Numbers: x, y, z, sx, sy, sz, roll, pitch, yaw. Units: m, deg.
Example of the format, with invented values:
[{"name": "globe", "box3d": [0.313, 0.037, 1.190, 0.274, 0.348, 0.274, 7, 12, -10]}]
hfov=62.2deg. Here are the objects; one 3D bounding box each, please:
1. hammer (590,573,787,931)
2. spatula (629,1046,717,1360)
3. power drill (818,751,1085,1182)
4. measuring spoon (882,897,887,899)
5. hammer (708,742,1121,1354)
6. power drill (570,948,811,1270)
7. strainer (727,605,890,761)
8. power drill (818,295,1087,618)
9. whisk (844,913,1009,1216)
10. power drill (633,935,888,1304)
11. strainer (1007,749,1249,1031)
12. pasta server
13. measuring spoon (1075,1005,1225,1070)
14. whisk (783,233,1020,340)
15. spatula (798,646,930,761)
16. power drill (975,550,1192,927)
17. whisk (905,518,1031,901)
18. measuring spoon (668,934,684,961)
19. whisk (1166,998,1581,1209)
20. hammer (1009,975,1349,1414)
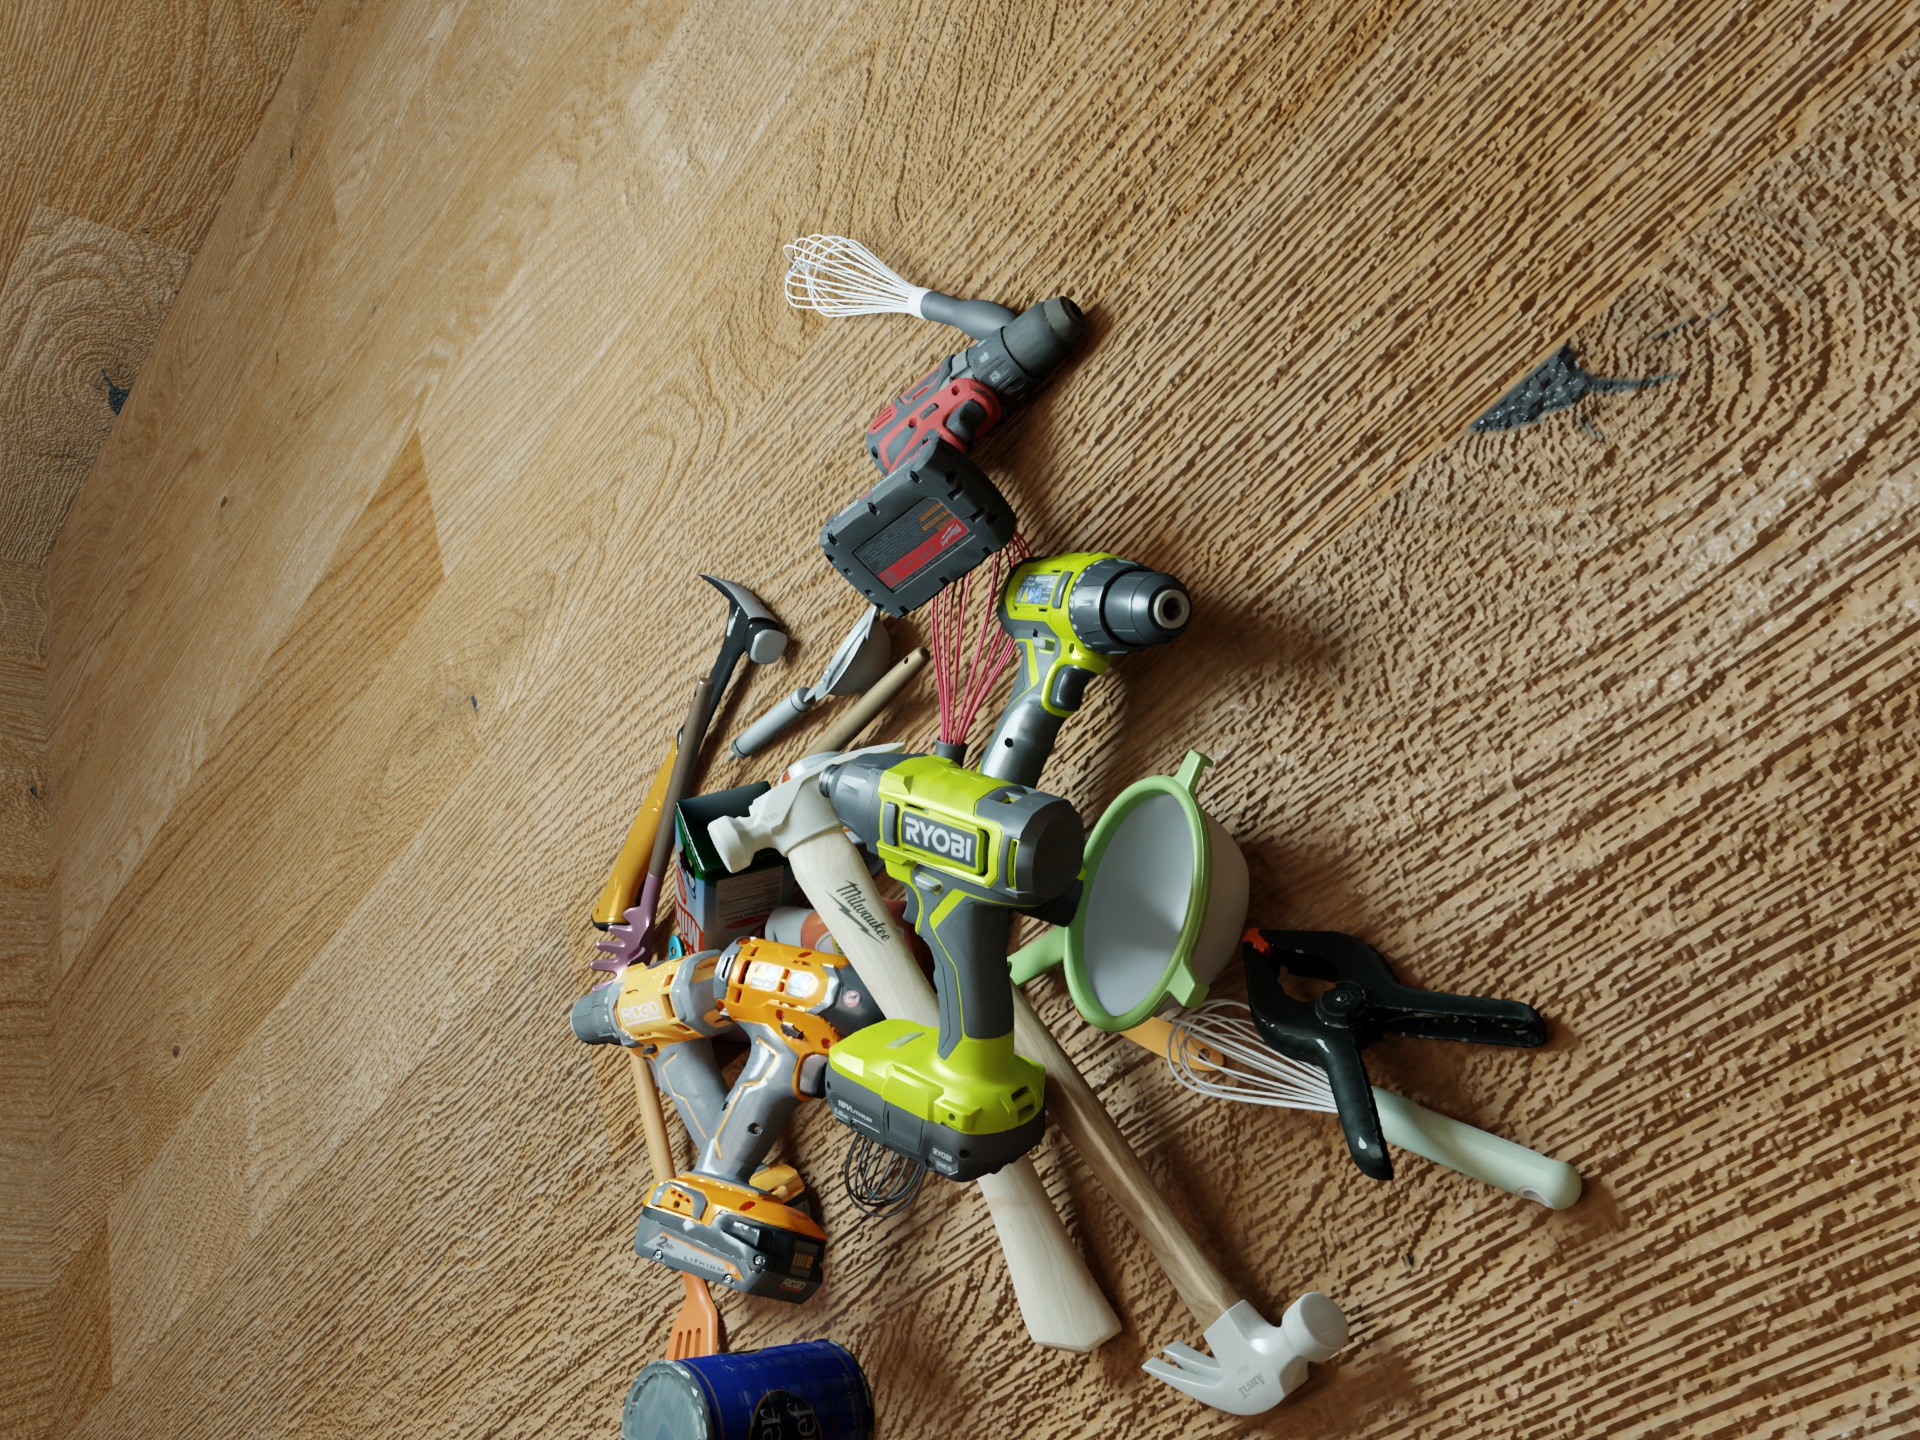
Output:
[{"name": "hammer", "box3d": [-0.250, 0.039, 1.385, 0.127, 0.034, 0.336, 47, 116, 47]}, {"name": "spatula", "box3d": [-0.240, 0.384, 1.274, 0.081, 0.041, 0.323, -28, 70, 41]}, {"name": "power drill", "box3d": [-0.016, 0.132, 0.914, 0.171, 0.080, 0.223, 16, 111, 37]}, {"name": "measuring spoon", "box3d": [-0.080, 0.169, 1.191, 0.034, 0.018, 0.124, 55, 130, 14]}, {"name": "hammer", "box3d": [-0.009, 0.205, 1.025, 0.411, 0.146, 0.038, 58, 167, 20]}, {"name": "power drill", "box3d": [-0.215, 0.294, 1.208, 0.185, 0.084, 0.226, -19, 87, 42]}, {"name": "strainer", "box3d": [-0.118, -0.020, 1.255, 0.258, 0.050, 0.087, -34, 25, 45]}, {"name": "power drill", "box3d": [0.001, -0.191, 1.086, 0.188, 0.080, 0.227, -33, 26, 30]}, {"name": "whisk", "box3d": [-0.018, 0.229, 1.087, 0.055, 0.055, 0.239, 28, 97, 47]}, {"name": "power drill", "box3d": [-0.115, 0.266, 1.072, 0.164, 0.084, 0.227, 6, 69, 31]}, {"name": "strainer", "box3d": [0.102, 0.133, 0.973, 0.256, 0.069, 0.152, 137, 144, -55]}, {"name": "pasta server", "box3d": [-0.258, 0.106, 1.344, 0.060, 0.040, 0.316, 46, 125, 49]}, {"name": "measuring spoon", "box3d": [0.117, 0.191, 0.976, 0.117, 0.011, 0.021, 15, 90, 44]}, {"name": "whisk", "box3d": [-0.049, -0.332, 1.245, 0.285, 0.070, 0.070, 30, 103, 42]}, {"name": "spatula", "box3d": [-0.122, 0.030, 1.231, 0.317, 0.044, 0.082, -42, 43, 41]}, {"name": "power drill", "box3d": [0.059, 0.004, 0.985, 0.191, 0.080, 0.228, 14, 84, 68]}, {"name": "whisk", "box3d": [-0.002, -0.004, 1.115, 0.073, 0.073, 0.296, 20, 102, 48]}, {"name": "measuring spoon", "box3d": [-0.244, 0.244, 1.342, 0.042, 0.021, 0.129, -26, 64, 41]}, {"name": "whisk", "box3d": [0.210, 0.203, 0.846, 0.246, 0.057, 0.059, 15, 63, 43]}, {"name": "hammer", "box3d": [0.081, 0.248, 0.927, 0.332, 0.031, 0.130, 52, 134, 27]}]
